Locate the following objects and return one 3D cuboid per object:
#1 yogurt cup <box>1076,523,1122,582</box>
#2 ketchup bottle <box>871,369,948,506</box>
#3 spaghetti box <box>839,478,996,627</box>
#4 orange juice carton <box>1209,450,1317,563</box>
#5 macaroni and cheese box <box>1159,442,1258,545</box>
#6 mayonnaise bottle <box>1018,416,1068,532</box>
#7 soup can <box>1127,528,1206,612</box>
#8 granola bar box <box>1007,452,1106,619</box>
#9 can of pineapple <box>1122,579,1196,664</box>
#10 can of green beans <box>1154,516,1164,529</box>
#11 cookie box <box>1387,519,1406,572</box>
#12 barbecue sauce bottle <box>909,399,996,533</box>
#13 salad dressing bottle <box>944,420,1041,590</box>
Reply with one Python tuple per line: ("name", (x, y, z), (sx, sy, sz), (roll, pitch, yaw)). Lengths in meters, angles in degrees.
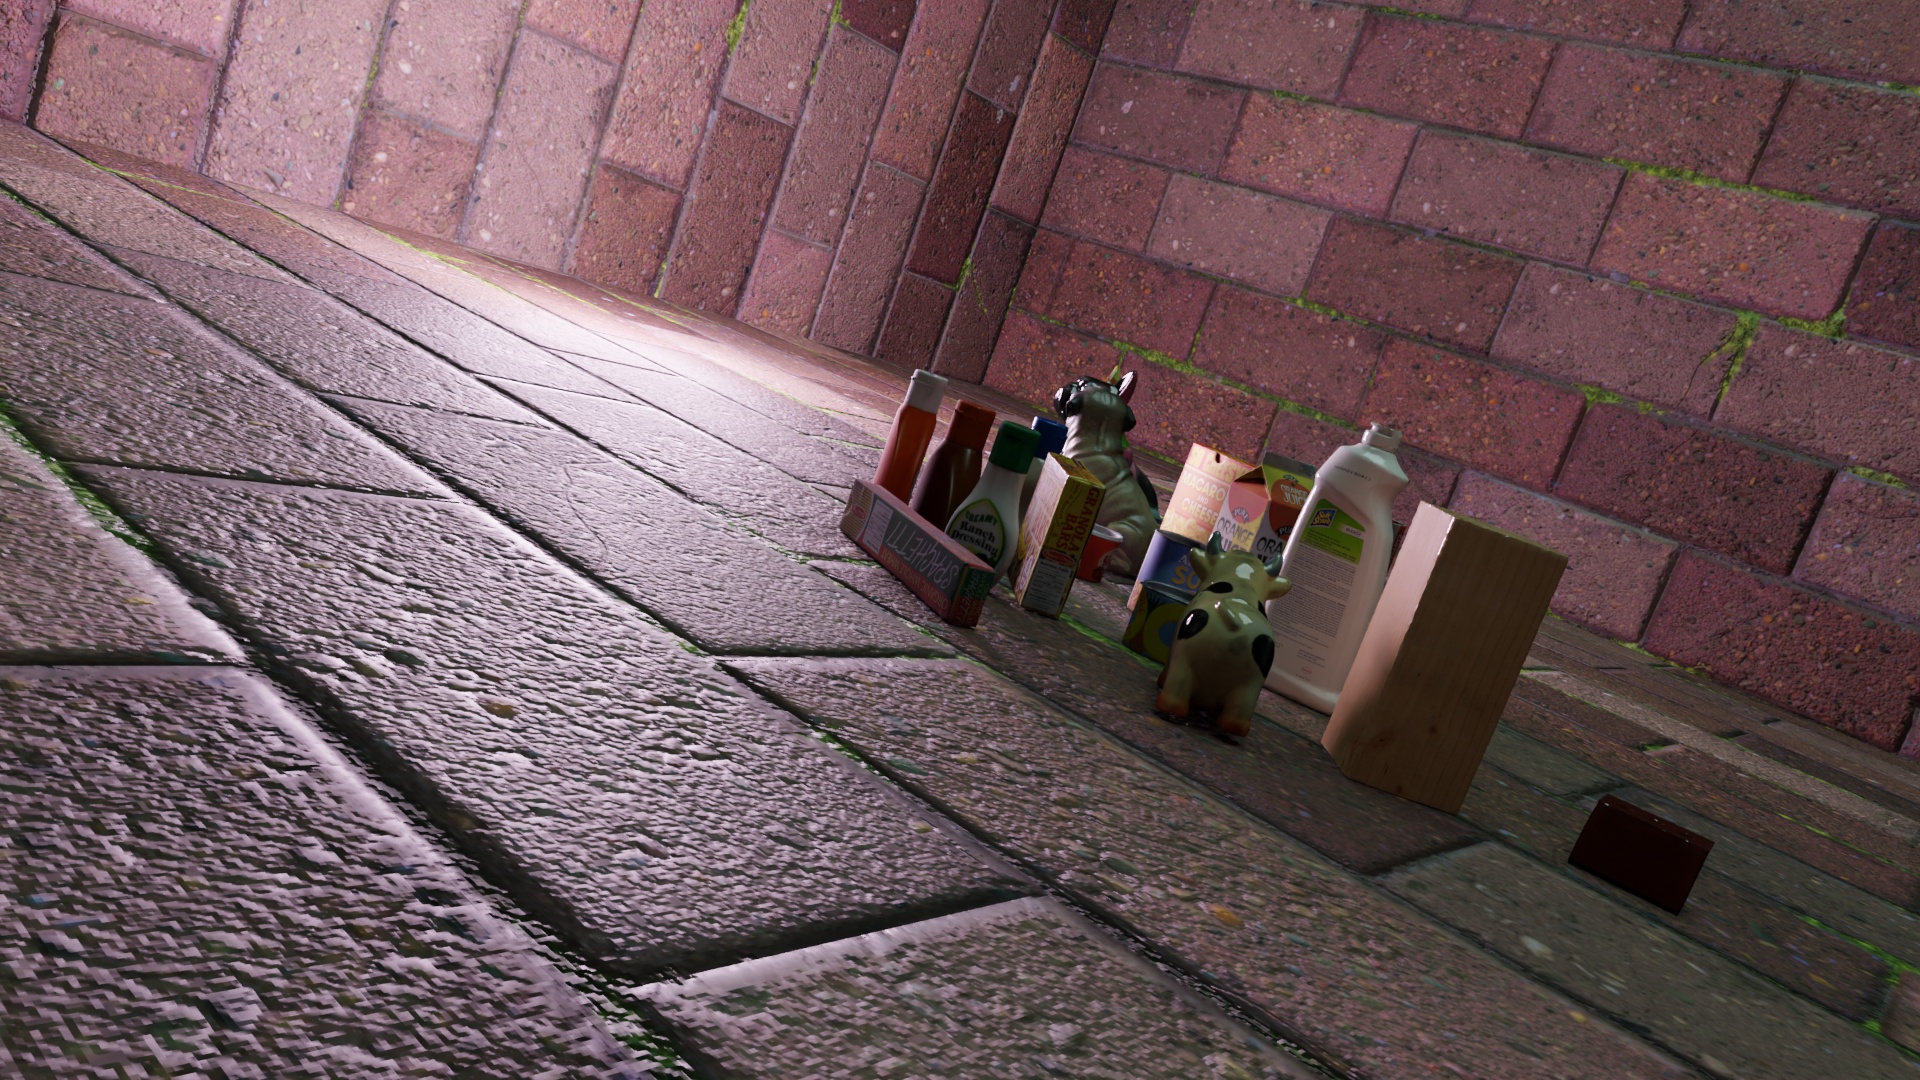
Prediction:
("yogurt cup", (0.131, 0.010, 1.469), (0.072, 0.054, 0.072), (19, 9, -3))
("ketchup bottle", (-0.054, -0.104, 1.452), (0.043, 0.148, 0.065), (18, 9, -13))
("spaghetti box", (-0.041, 0.006, 1.156), (0.029, 0.050, 0.250), (15, 11, -29))
("orange juice carton", (0.300, 0.007, 1.404), (0.072, 0.192, 0.073), (15, 10, -27))
("macaroni and cheese box", (0.282, -0.017, 1.583), (0.040, 0.166, 0.124), (15, 10, -28))
("mayonnaise bottle", (0.067, -0.049, 1.390), (0.041, 0.147, 0.065), (22, 9, 16))
("soup can", (0.211, 0.040, 1.371), (0.071, 0.083, 0.071), (19, 9, -3))
("granola bar box", (0.085, -0.008, 1.268), (0.039, 0.124, 0.166), (19, 9, -6))
("can of pineapple", (0.178, 0.072, 1.202), (0.071, 0.057, 0.071), (19, 9, -3))
("can of green beans", (0.244, 0.006, 1.704), (0.071, 0.057, 0.071), (19, 9, -3))
("cookie box", (0.386, 0.037, 1.486), (0.040, 0.167, 0.123), (10, 13, -47))
("barbecue sauce bottle", (-0.009, -0.052, 1.253), (0.044, 0.148, 0.065), (13, 11, -38))
("salad dressing bottle", (0.028, -0.030, 1.204), (0.064, 0.147, 0.044), (22, 9, 17))
